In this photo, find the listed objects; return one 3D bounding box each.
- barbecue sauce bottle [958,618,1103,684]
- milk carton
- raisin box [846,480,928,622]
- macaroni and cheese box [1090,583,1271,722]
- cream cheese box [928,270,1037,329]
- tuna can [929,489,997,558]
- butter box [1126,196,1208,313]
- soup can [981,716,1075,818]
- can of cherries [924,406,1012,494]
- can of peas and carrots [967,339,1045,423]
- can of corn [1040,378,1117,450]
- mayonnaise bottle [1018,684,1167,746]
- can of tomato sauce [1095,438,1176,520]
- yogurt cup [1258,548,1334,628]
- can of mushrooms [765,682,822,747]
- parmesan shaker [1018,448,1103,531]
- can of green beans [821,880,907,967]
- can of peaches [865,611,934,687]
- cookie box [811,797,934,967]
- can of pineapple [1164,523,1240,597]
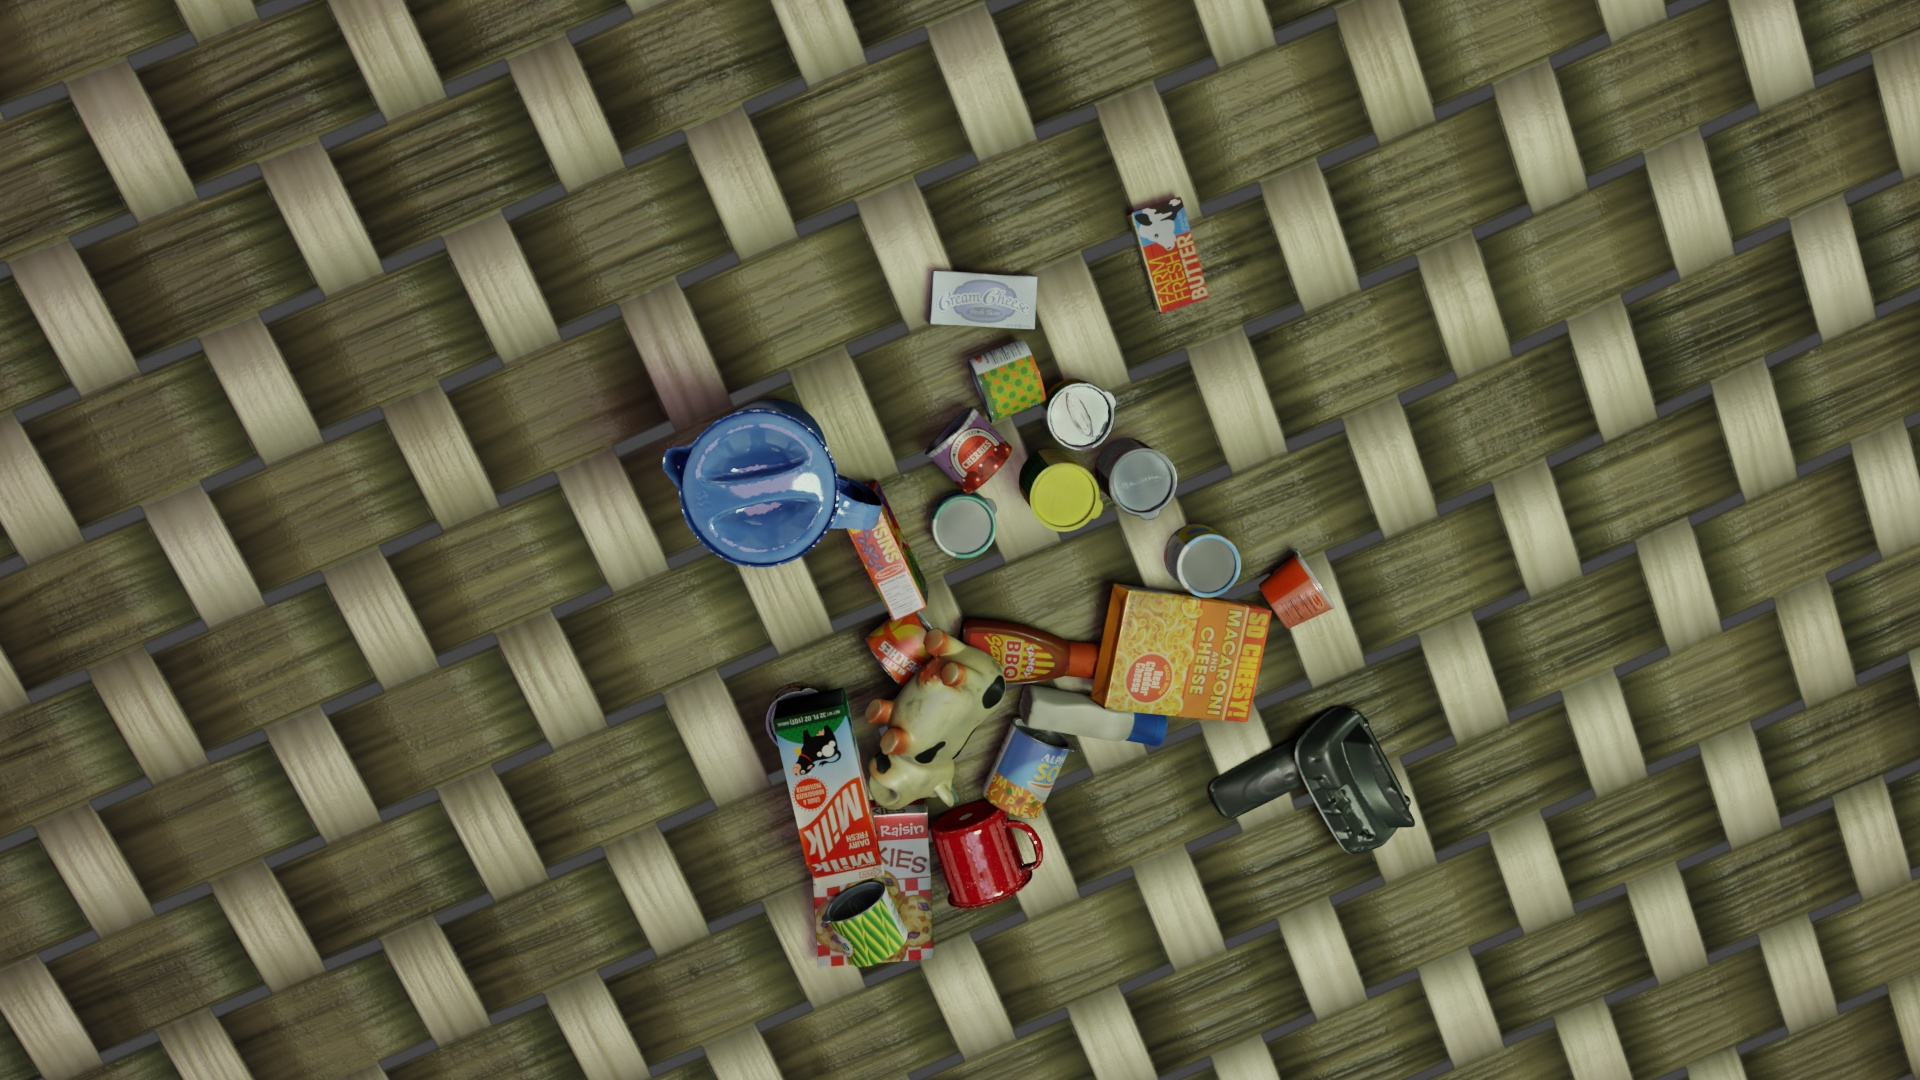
[{"bbox_3d":[0.072,0.117,1.419,0.149,0.044,0.064,6,107,-6],"label":"barbecue sauce bottle"},{"bbox_3d":[-0.129,0.250,1.373,0.072,0.073,0.190,-12,98,-3],"label":"milk carton"},{"bbox_3d":[-0.075,0.009,1.365,0.040,0.086,0.123,-24,102,5],"label":"raisin box"},{"bbox_3d":[0.224,0.115,1.412,0.167,0.040,0.123,8,97,-21],"label":"macaroni and cheese box"},{"bbox_3d":[0.022,-0.235,1.358,0.104,0.024,0.053,2,99,-5],"label":"cream cheese box"},{"bbox_3d":[0.005,-0.017,1.393,0.071,0.033,0.071,-1,101,-4],"label":"tuna can"},{"bbox_3d":[0.204,-0.280,1.365,0.053,0.024,0.103,-19,101,0],"label":"butter box"},{"bbox_3d":[0.070,0.235,1.428,0.071,0.071,0.083,22,99,-8],"label":"soup can"},{"bbox_3d":[0.009,-0.088,1.361,0.071,0.071,0.058,-44,101,4],"label":"can of cherries"},{"bbox_3d":[0.046,-0.154,1.355,0.059,0.071,0.071,-21,102,-1],"label":"can of peas and carrots"},{"bbox_3d":[0.117,-0.126,1.369,0.071,0.058,0.071,-1,101,-4],"label":"can of corn"},{"bbox_3d":[0.137,0.182,1.429,0.148,0.065,0.041,12,99,-10],"label":"mayonnaise bottle"},{"bbox_3d":[0.173,-0.062,1.373,0.071,0.083,0.071,-1,101,-4],"label":"can of tomato sauce"},{"bbox_3d":[0.342,0.054,1.420,0.054,0.072,0.072,-34,102,11],"label":"yogurt cup"},{"bbox_3d":[-0.163,0.179,1.416,0.071,0.033,0.071,-1,101,-4],"label":"can of mushrooms"},{"bbox_3d":[0.097,-0.049,1.359,0.071,0.103,0.071,-1,101,-4],"label":"parmesan shaker"},{"bbox_3d":[-0.095,0.387,1.403,0.071,0.071,0.057,-24,103,0],"label":"can of green beans"},{"bbox_3d":[-0.053,0.105,1.392,0.058,0.071,0.071,-37,101,2],"label":"can of peaches"},{"bbox_3d":[-0.092,0.357,1.453,0.123,0.040,0.167,-3,102,-4],"label":"cookie box"},{"bbox_3d":[0.247,0.020,1.407,0.071,0.058,0.071,-1,101,-5],"label":"can of pineapple"}]
